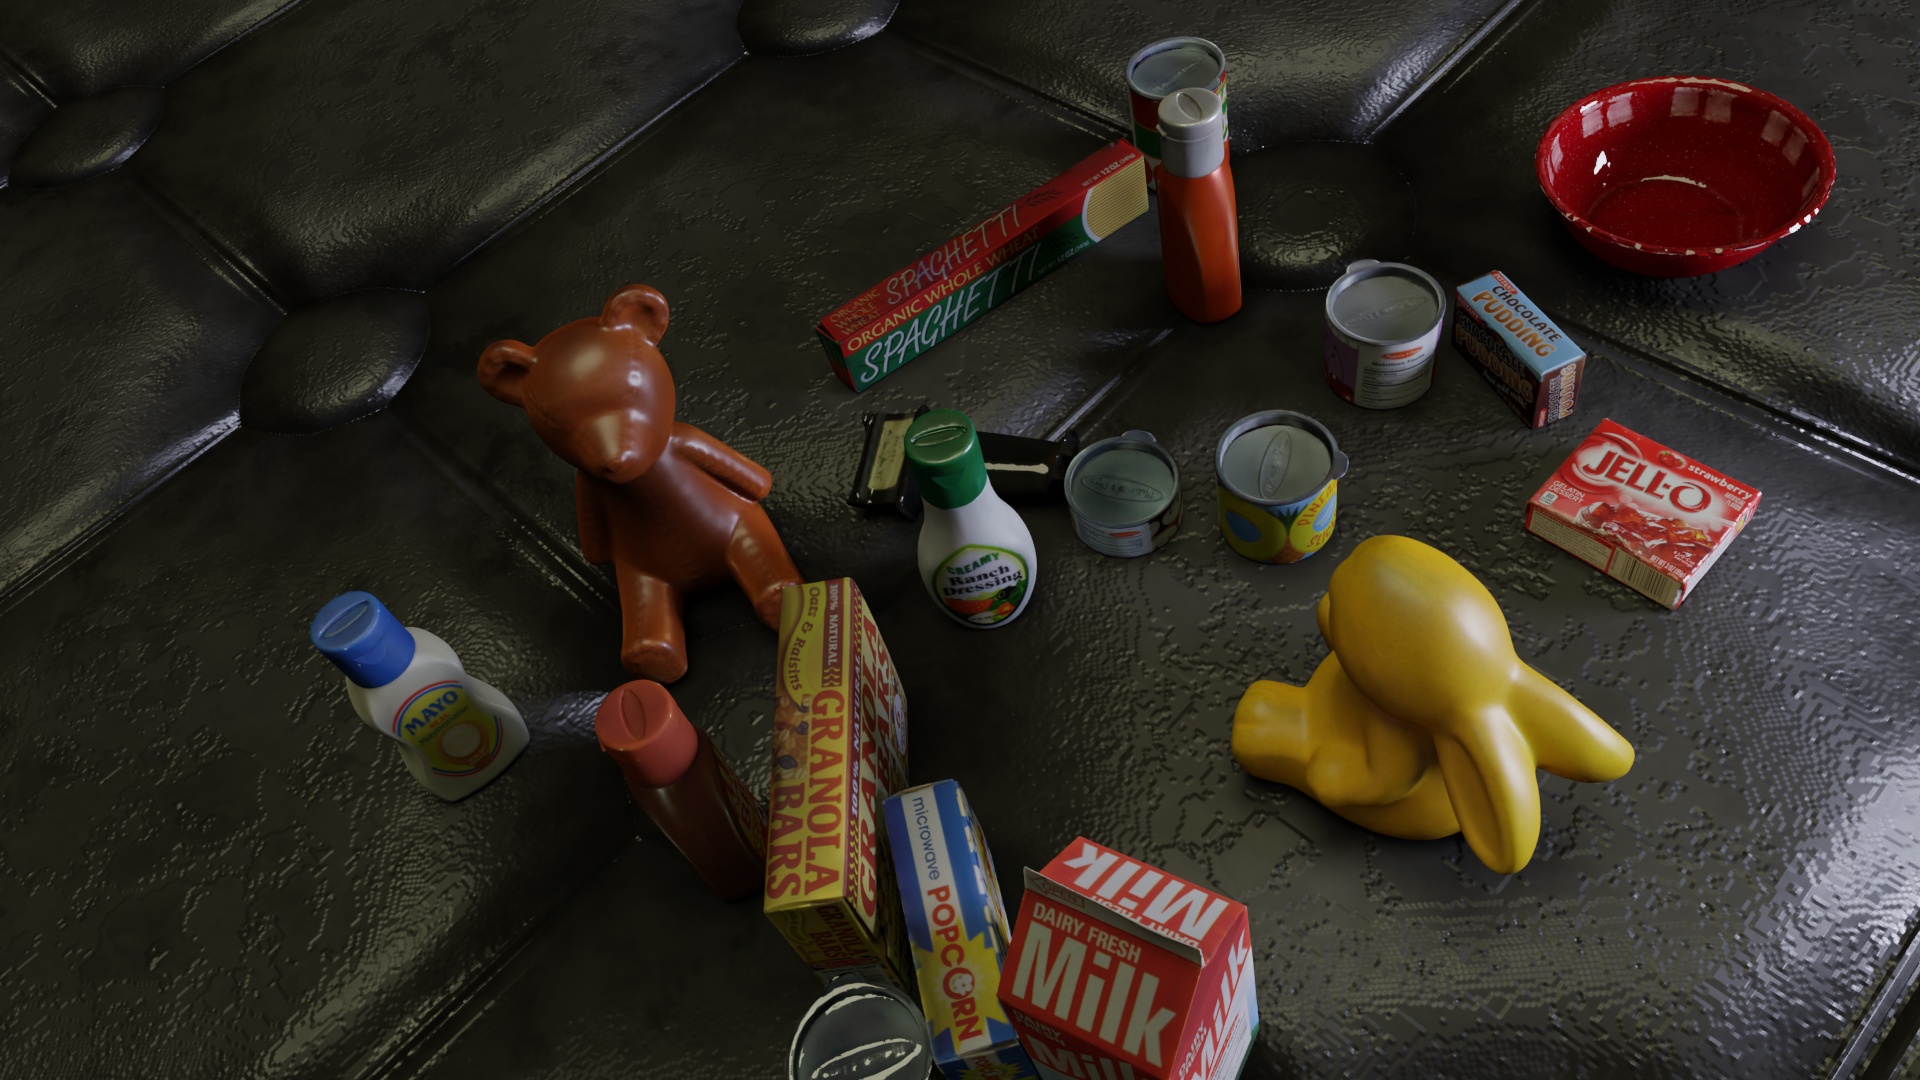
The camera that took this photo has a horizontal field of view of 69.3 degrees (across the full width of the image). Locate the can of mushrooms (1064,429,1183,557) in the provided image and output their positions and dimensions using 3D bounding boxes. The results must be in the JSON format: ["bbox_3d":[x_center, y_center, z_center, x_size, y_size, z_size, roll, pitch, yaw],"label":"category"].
[{"bbox_3d":[0.095,-0.027,0.800,0.071,0.033,0.071,-6,53,9],"label":"can of mushrooms"}]

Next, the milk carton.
[{"bbox_3d":[0.070,0.182,0.553,0.072,0.189,0.074,19,61,25],"label":"milk carton"}]

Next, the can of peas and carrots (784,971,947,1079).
[{"bbox_3d":[-0.039,0.237,0.621,0.071,0.058,0.071,-7,53,9],"label":"can of peas and carrots"}]

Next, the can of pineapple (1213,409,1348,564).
[{"bbox_3d":[0.176,-0.028,0.767,0.071,0.057,0.071,-7,53,9],"label":"can of pineapple"}]

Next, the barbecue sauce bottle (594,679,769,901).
[{"bbox_3d":[-0.132,0.120,0.673,0.044,0.147,0.065,-24,53,-5],"label":"barbecue sauce bottle"}]

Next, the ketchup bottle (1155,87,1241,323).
[{"bbox_3d":[0.144,-0.204,0.847,0.043,0.148,0.065,-22,52,-3],"label":"ketchup bottle"}]

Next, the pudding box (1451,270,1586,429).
[{"bbox_3d":[0.319,-0.110,0.799,0.030,0.049,0.084,-24,52,-4],"label":"pudding box"}]

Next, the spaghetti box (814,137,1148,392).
[{"bbox_3d":[0.019,-0.184,0.925,0.251,0.050,0.029,-34,54,-12],"label":"spaghetti box"}]

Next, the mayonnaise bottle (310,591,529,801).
[{"bbox_3d":[-0.289,0.082,0.739,0.065,0.147,0.041,-41,55,-16],"label":"mayonnaise bottle"}]

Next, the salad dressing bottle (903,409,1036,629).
[{"bbox_3d":[0.003,-0.009,0.737,0.064,0.147,0.044,-13,52,4],"label":"salad dressing bottle"}]

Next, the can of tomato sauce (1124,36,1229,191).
[{"bbox_3d":[0.151,-0.289,0.950,0.071,0.082,0.071,-7,53,9],"label":"can of tomato sauce"}]

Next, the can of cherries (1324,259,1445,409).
[{"bbox_3d":[0.248,-0.122,0.819,0.071,0.058,0.072,-7,53,9],"label":"can of cherries"}]

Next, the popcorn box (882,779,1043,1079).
[{"bbox_3d":[0.002,0.184,0.633,0.038,0.084,0.127,-17,52,1],"label":"popcorn box"}]

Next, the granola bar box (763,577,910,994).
[{"bbox_3d":[-0.055,0.120,0.670,0.039,0.123,0.166,-8,53,8],"label":"granola bar box"}]
